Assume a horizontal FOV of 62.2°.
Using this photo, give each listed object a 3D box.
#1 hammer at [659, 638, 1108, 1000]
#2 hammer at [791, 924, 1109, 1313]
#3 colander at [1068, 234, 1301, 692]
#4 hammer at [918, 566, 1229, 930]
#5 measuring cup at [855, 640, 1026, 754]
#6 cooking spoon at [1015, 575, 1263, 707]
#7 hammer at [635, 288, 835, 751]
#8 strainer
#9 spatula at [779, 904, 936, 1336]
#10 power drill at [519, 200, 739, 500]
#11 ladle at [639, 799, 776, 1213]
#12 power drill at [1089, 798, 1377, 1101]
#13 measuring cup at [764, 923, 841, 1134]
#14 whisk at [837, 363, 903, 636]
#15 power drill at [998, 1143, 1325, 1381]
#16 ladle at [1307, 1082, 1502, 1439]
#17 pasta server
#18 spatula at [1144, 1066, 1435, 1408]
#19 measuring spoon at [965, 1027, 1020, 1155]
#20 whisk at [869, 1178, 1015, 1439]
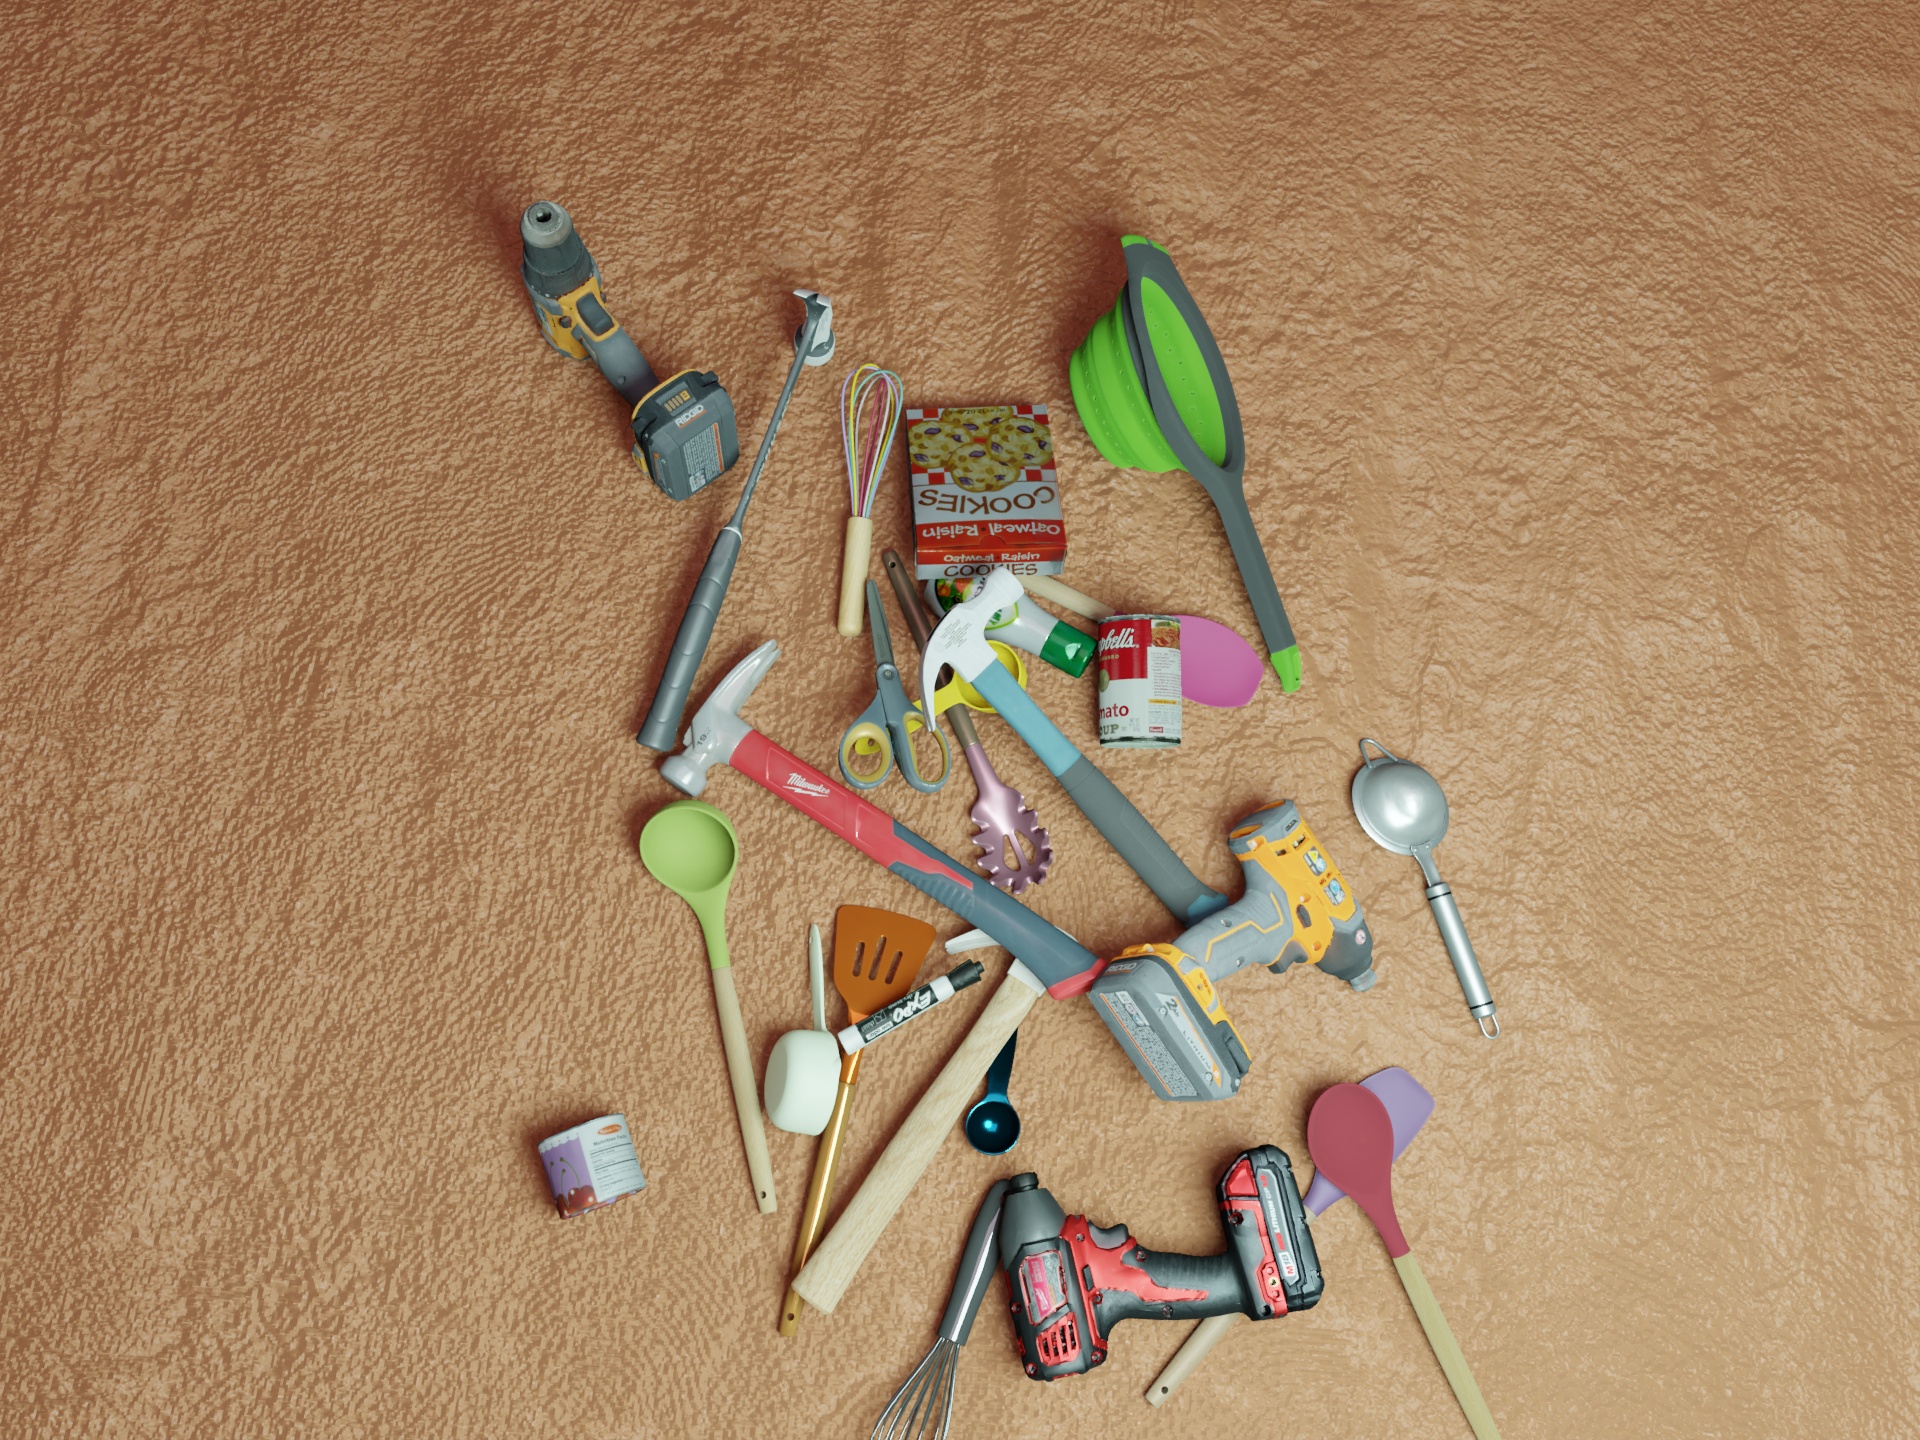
[{"bbox_3d":[-0.045,0.085,1.245,0.386,0.038,0.143,32,76,16],"label":"hammer"},{"bbox_3d":[-0.018,0.291,1.195,0.130,0.031,0.331,31,72,17],"label":"hammer"},{"bbox_3d":[0.182,-0.201,1.336,0.094,0.204,0.397,-20,90,27],"label":"colander"},{"bbox_3d":[0.094,0.044,1.239,0.128,0.033,0.331,-43,96,-7],"label":"hammer"},{"bbox_3d":[-0.016,-0.011,1.286,0.156,0.029,0.062,-29,70,16],"label":"measuring cup"},{"bbox_3d":[0.105,-0.097,1.341,0.319,0.017,0.069,26,85,6],"label":"cooking spoon"},{"bbox_3d":[-0.182,-0.167,1.310,0.036,0.149,0.409,20,80,-4],"label":"hammer"},{"bbox_3d":[0.381,0.128,1.270,0.087,0.050,0.258,-13,77,-20],"label":"strainer"},{"bbox_3d":[-0.092,0.301,1.213,0.081,0.041,0.323,13,77,2],"label":"spatula"},{"bbox_3d":[-0.282,-0.310,1.313,0.084,0.185,0.226,-38,81,-13],"label":"power drill"},{"bbox_3d":[-0.183,0.216,1.219,0.078,0.062,0.320,-16,76,11],"label":"ladle"},{"bbox_3d":[0.220,0.186,1.198,0.226,0.084,0.164,-39,97,-31],"label":"power drill"},{"bbox_3d":[-0.124,0.230,1.210,0.038,0.083,0.168,10,55,-23],"label":"measuring cup"},{"bbox_3d":[-0.080,-0.190,1.356,0.051,0.047,0.245,2,77,12],"label":"whisk"},{"bbox_3d":[0.138,0.382,1.152,0.219,0.078,0.143,-13,68,-1],"label":"power drill"},{"bbox_3d":[0.339,0.419,1.175,0.069,0.031,0.315,-22,80,-12],"label":"ladle"},{"bbox_3d":[-0.002,-0.004,1.300,0.060,0.040,0.316,-25,73,5],"label":"pasta server"},{"bbox_3d":[0.244,0.386,1.196,0.060,0.018,0.316,43,75,6],"label":"spatula"},{"bbox_3d":[0.031,0.273,1.230,0.042,0.021,0.129,5,64,7],"label":"measuring spoon"},{"bbox_3d":[-0.010,0.448,1.158,0.055,0.055,0.239,22,69,5],"label":"whisk"}]
